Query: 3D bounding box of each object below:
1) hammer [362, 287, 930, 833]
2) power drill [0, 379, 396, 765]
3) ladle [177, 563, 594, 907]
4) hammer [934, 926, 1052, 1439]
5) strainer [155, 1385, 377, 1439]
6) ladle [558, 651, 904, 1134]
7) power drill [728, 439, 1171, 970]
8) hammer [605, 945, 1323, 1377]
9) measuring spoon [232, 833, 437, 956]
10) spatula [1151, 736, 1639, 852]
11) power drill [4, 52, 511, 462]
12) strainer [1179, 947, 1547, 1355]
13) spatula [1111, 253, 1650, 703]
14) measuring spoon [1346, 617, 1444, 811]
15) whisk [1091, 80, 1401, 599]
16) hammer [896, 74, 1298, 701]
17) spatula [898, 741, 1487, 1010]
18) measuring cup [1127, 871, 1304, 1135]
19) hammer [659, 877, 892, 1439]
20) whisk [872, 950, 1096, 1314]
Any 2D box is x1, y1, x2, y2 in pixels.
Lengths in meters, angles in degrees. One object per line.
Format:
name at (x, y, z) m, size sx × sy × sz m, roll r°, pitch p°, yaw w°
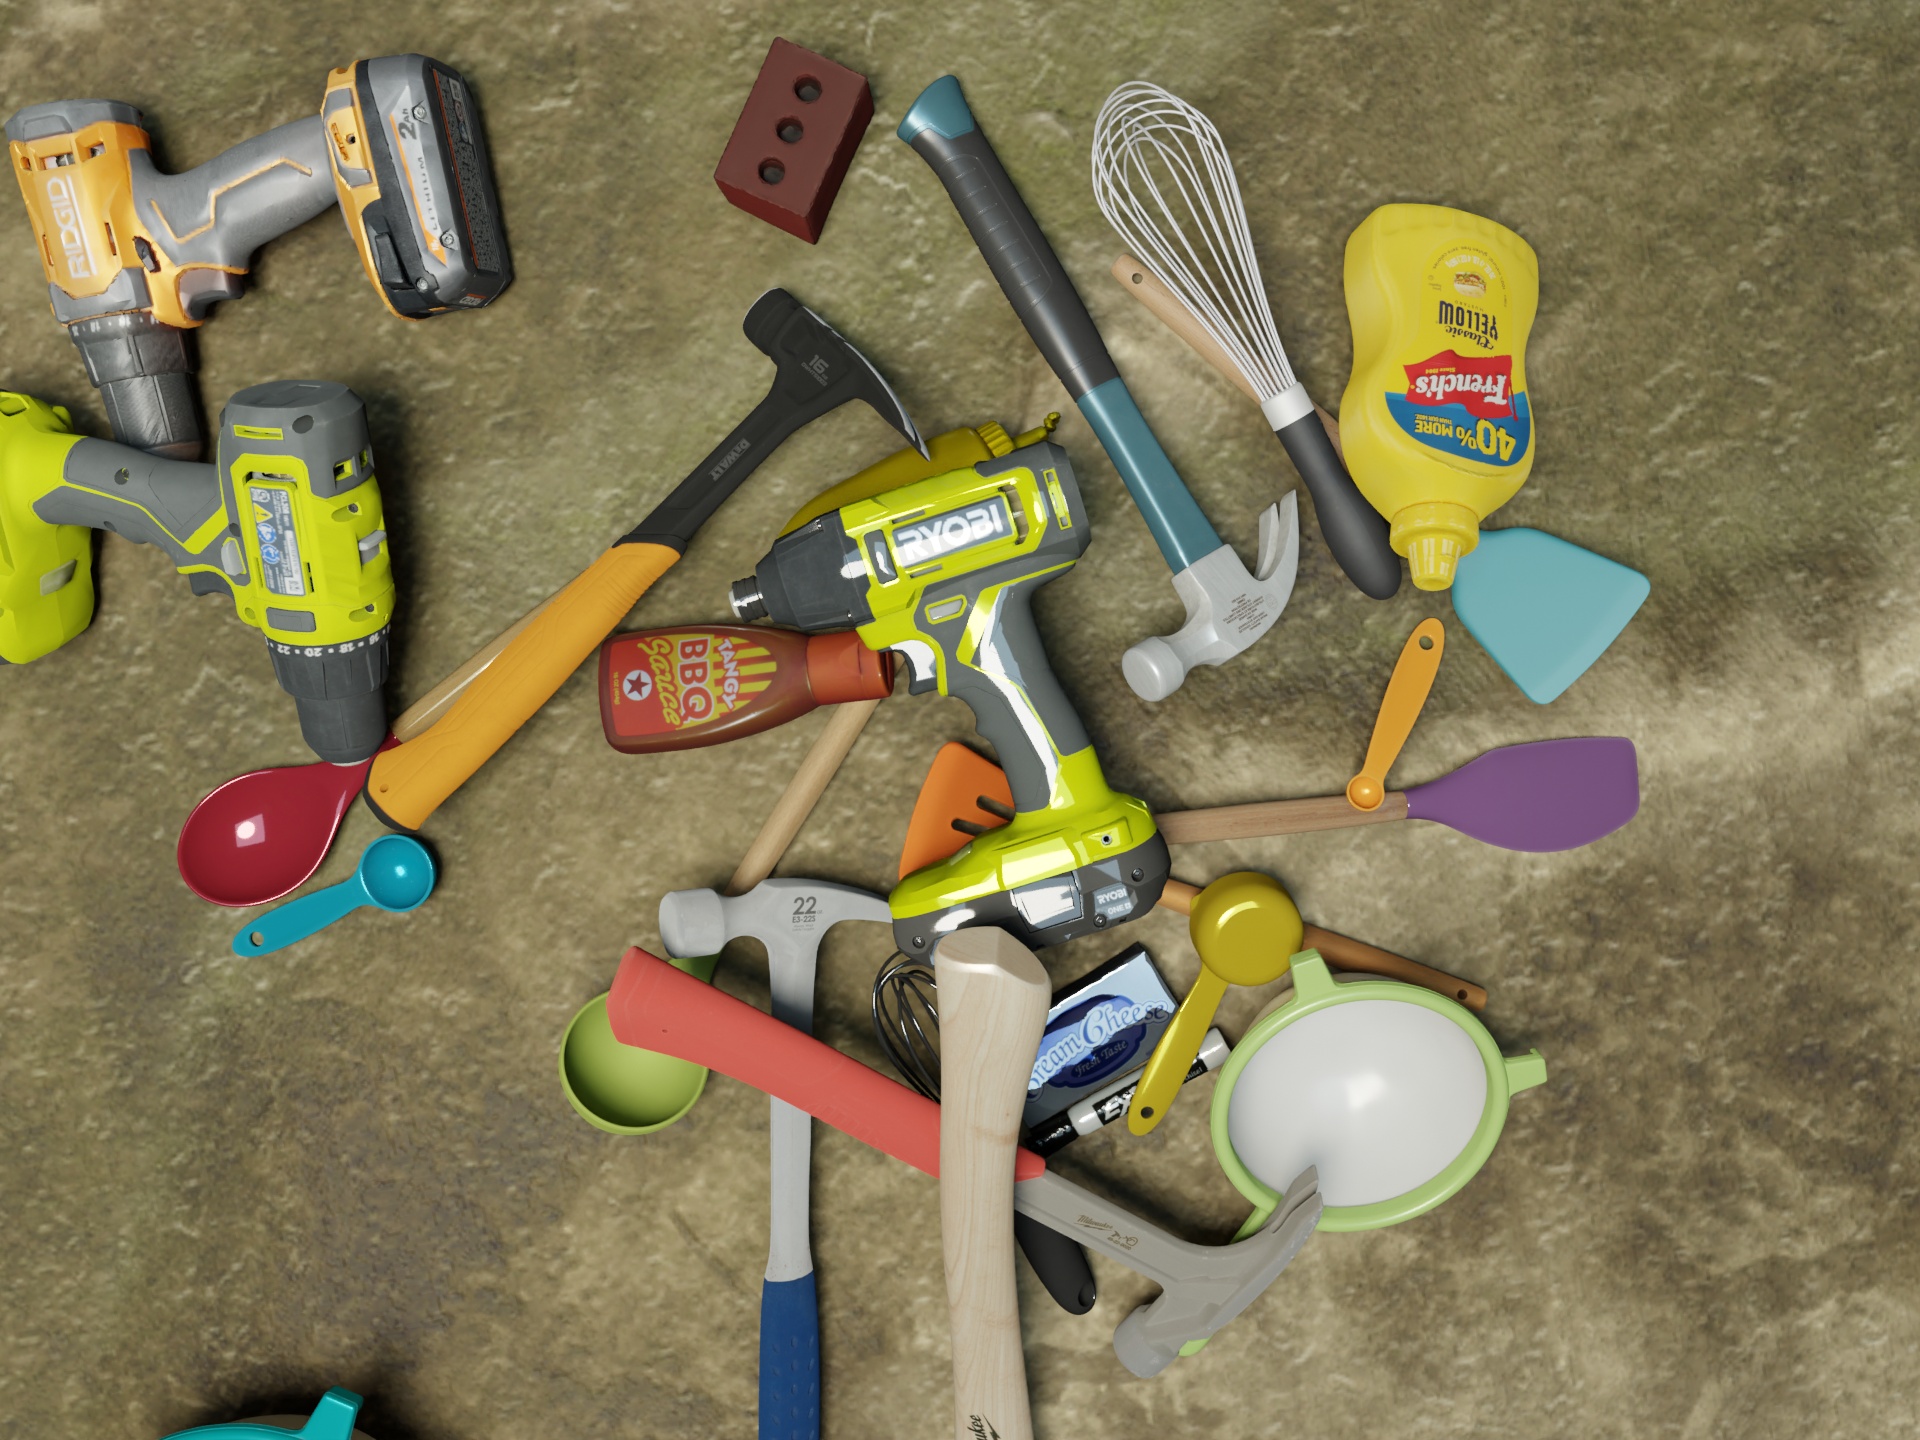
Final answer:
hammer at (-0.169, -0.065, 0.802) m, size 0.337 × 0.034 × 0.127 m, roll -45°, pitch 63°, yaw 1°
power drill at (-0.391, -0.075, 0.789) m, size 0.228 × 0.080 × 0.190 m, roll 6°, pitch 117°, yaw 9°
ladle at (-0.278, -0.009, 0.843) m, size 0.315 × 0.031 × 0.069 m, roll -37°, pitch 88°, yaw 1°
hammer at (0.002, 0.279, 0.776) m, size 0.146 × 0.038 × 0.410 m, roll 0°, pitch 117°, yaw 4°
strainer at (-0.329, 0.509, 0.845) m, size 0.211 × 0.095 × 0.340 m, roll -23°, pitch 95°, yaw 5°
ladle at (-0.105, 0.074, 0.833) m, size 0.078 × 0.062 × 0.320 m, roll 32°, pitch 91°, yaw -5°
power drill at (-0.001, -0.002, 0.759) m, size 0.171 × 0.080 × 0.223 m, roll -18°, pitch 95°, yaw 4°
hammer at (-0.004, 0.200, 0.776) m, size 0.359 × 0.037 × 0.149 m, roll 31°, pitch 114°, yaw -12°
measuring spoon at (-0.336, 0.097, 0.859) m, size 0.128 × 0.021 × 0.042 m, roll -24°, pitch 93°, yaw 11°
spatula at (0.207, 0.049, 0.831) m, size 0.316 × 0.018 × 0.060 m, roll -5°, pitch 93°, yaw -7°
power drill at (-0.351, -0.229, 0.804) m, size 0.226 × 0.084 × 0.185 m, roll -8°, pitch 101°, yaw 5°
strainer at (0.176, 0.228, 0.844) m, size 0.151 × 0.069 × 0.256 m, roll 25°, pitch 111°, yaw -12°
spatula at (0.204, -0.138, 0.821) m, size 0.317 × 0.044 × 0.082 m, roll 39°, pitch 102°, yaw -1°
measuring spoon at (0.228, -0.003, 0.831) m, size 0.021 × 0.011 × 0.117 m, roll 26°, pitch 72°, yaw 4°
whisk at (0.147, -0.184, 0.787) m, size 0.070 × 0.070 × 0.284 m, roll -30°, pitch 97°, yaw 2°
hammer at (0.062, -0.179, 0.807) m, size 0.128 × 0.033 × 0.331 m, roll -29°, pitch 87°, yaw -25°
spatula at (0.128, 0.098, 0.839) m, size 0.322 × 0.041 × 0.081 m, roll 19°, pitch 88°, yaw -2°
measuring cup at (0.127, 0.152, 0.821) m, size 0.062 × 0.029 × 0.156 m, roll 24°, pitch 99°, yaw -8°
hammer at (-0.084, 0.281, 0.840) m, size 0.144 × 0.035 × 0.405 m, roll -3°, pitch 100°, yaw -27°
whisk at (0.018, 0.219, 0.829) m, size 0.055 × 0.055 × 0.238 m, roll -26°, pitch 109°, yaw 2°
